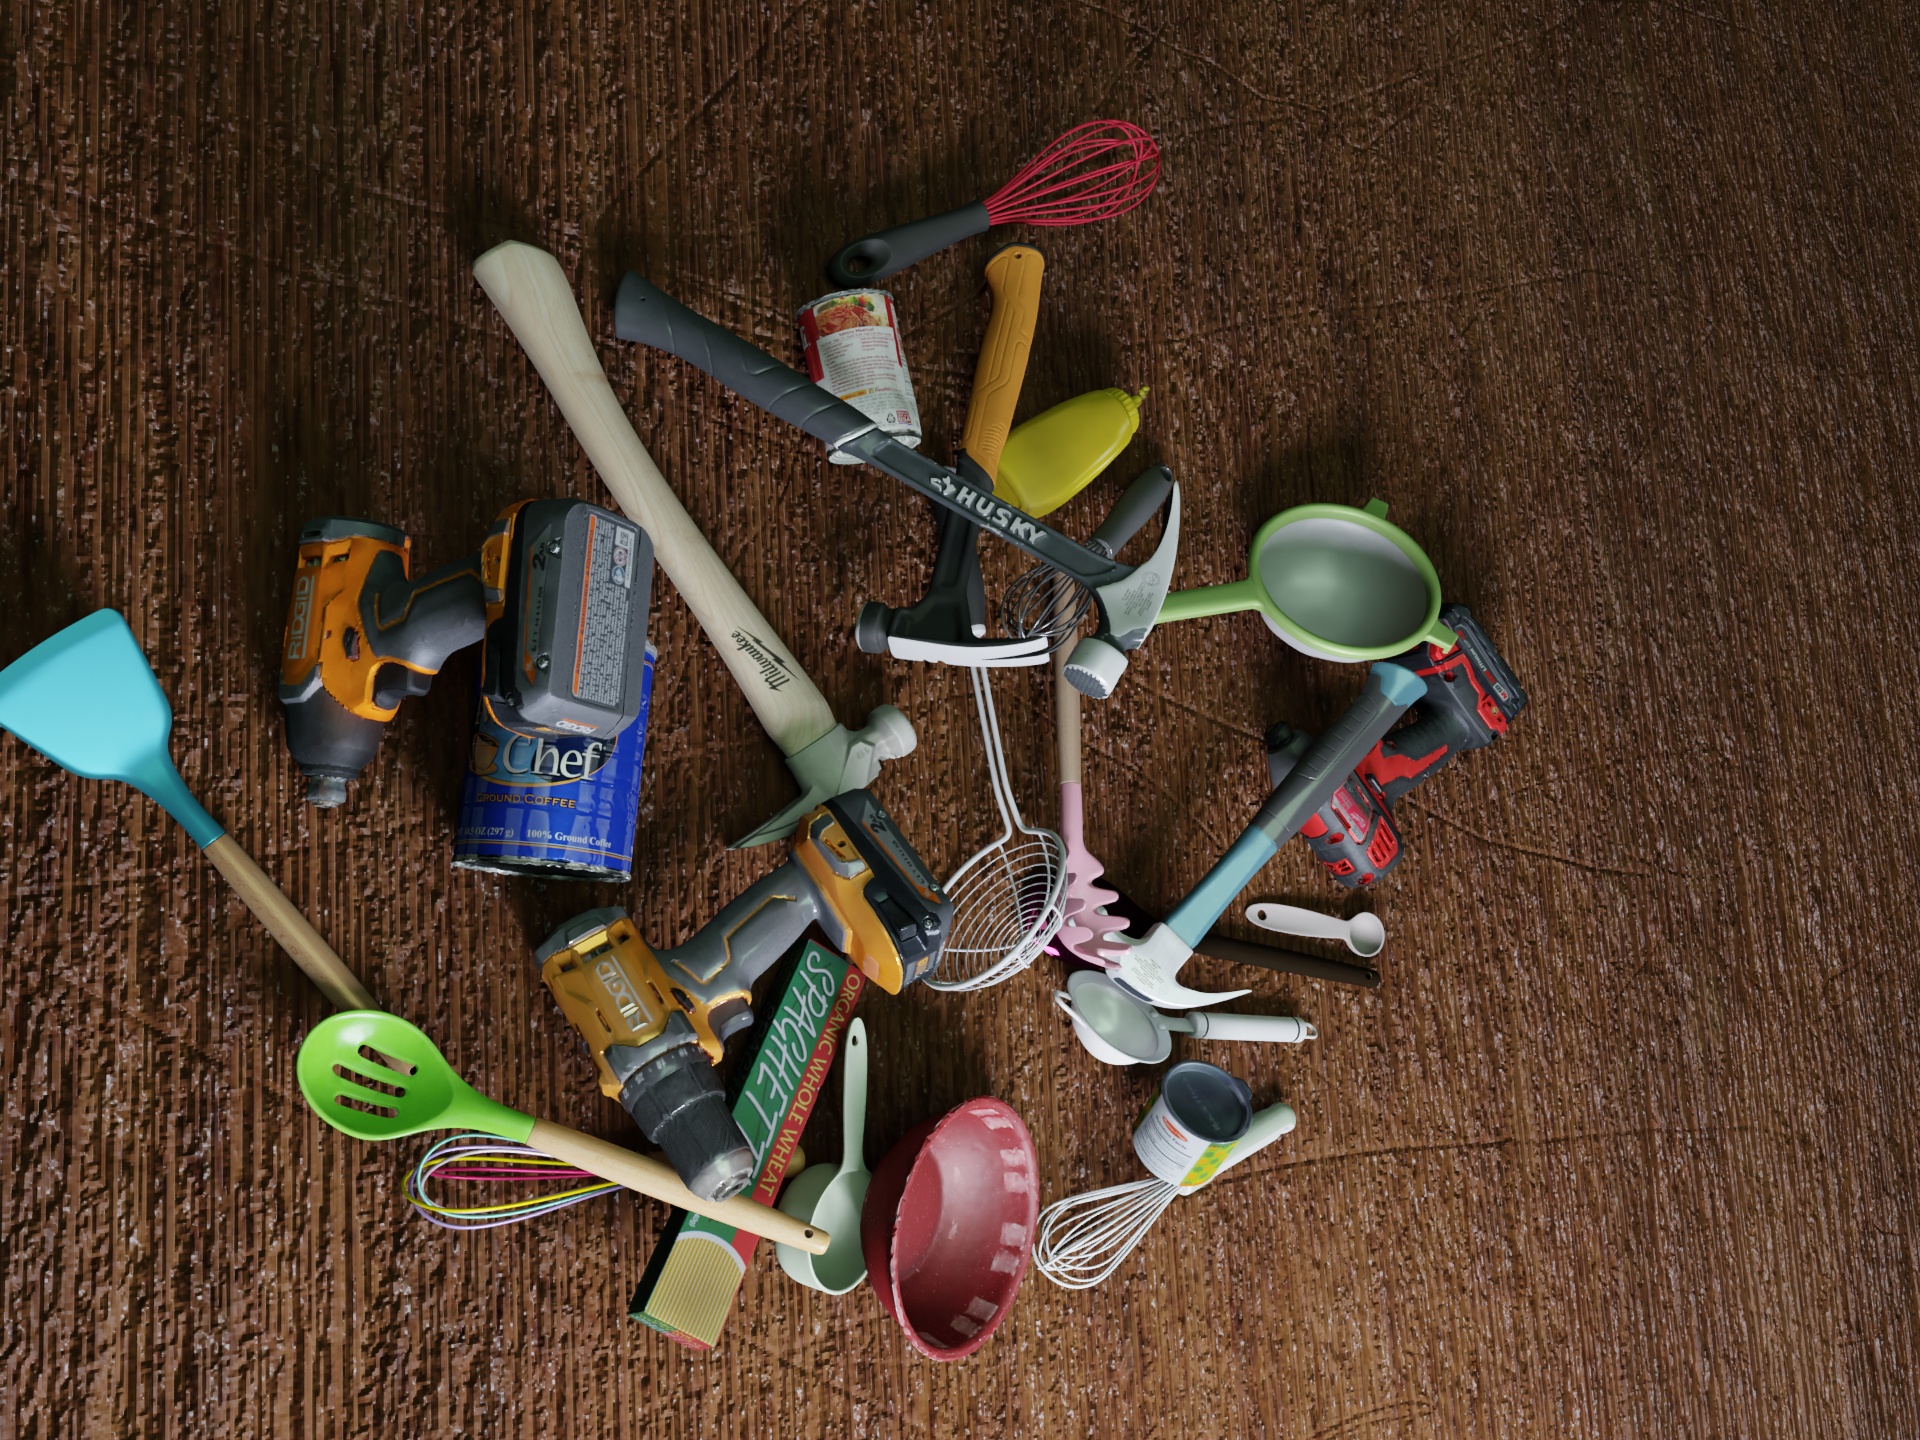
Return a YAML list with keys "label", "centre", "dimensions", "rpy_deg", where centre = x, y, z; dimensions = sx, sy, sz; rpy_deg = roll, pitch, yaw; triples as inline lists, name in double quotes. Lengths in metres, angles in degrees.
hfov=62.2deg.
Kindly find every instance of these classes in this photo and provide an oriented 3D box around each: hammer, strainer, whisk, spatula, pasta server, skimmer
- label: "hammer"
  centre: [-0.046, -0.176, 1.018]
  dimensions: [0.409, 0.036, 0.149]
  rpy_deg: [31, 71, 4]
- label: "strainer"
  centre: [0.163, 0.221, 1.145]
  dimensions: [0.258, 0.050, 0.087]
  rpy_deg: [9, 33, -31]
- label: "whisk"
  centre: [0.031, -0.376, 1.166]
  dimensions: [0.296, 0.073, 0.073]
  rpy_deg: [-28, 95, -22]
- label: "hammer"
  centre: [-0.192, -0.114, 1.018]
  dimensions: [0.146, 0.038, 0.410]
  rpy_deg: [-36, 98, -26]
- label: "spatula"
  centre: [-0.395, 0.087, 0.875]
  dimensions: [0.082, 0.044, 0.317]
  rpy_deg: [-42, 103, -24]
- label: "whisk"
  centre: [-0.207, 0.267, 0.948]
  dimensions: [0.244, 0.047, 0.051]
  rpy_deg: [5, 78, -31]
- label: "pasta server"
  centre: [0.082, 0.018, 1.107]
  dimensions: [0.060, 0.040, 0.316]
  rpy_deg: [29, 54, -50]
- label: "whisk"
  centre: [0.097, -0.124, 1.145]
  dimensions: [0.055, 0.055, 0.239]
  rpy_deg: [51, 48, -12]
- label: "skimmer"
  centre: [-0.002, -0.003, 1.066]
  dimensions: [0.090, 0.127, 0.363]
  rpy_deg: [3, 72, -45]
- label: "hammer"
  centre: [0.023, -0.191, 1.099]
  dimensions: [0.127, 0.034, 0.337]
  rpy_deg: [6, 66, 11]
- label: "strainer"
  centre: [0.238, -0.084, 1.220]
  dimensions: [0.256, 0.069, 0.152]
  rpy_deg: [-9, 57, -13]
- label: "whisk"
  centre: [0.148, 0.327, 1.118]
  dimensions: [0.246, 0.057, 0.059]
  rpy_deg: [-19, 61, -33]
- label: "hammer"
  centre: [0.225, 0.074, 1.148]
  dimensions: [0.128, 0.033, 0.331]
  rpy_deg: [45, 72, 0]

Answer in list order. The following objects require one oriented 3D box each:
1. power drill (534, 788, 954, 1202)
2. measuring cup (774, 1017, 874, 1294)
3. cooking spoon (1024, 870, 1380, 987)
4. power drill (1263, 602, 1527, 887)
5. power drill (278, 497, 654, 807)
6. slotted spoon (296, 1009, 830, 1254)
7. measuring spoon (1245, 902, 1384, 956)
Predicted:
- label: "power drill"
  centre: [-0.113, 0.160, 0.948]
  dimensions: [0.226, 0.084, 0.185]
  rpy_deg: [-27, 64, -23]
- label: "measuring cup"
  centre: [-0.082, 0.270, 0.996]
  dimensions: [0.083, 0.038, 0.168]
  rpy_deg: [13, 78, -55]
- label: "cooking spoon"
  centre: [0.185, 0.166, 1.177]
  dimensions: [0.318, 0.017, 0.069]
  rpy_deg: [15, 71, -25]
- label: "power drill"
  centre: [0.333, 0.011, 1.250]
  dimensions: [0.220, 0.078, 0.143]
  rpy_deg: [-43, 102, -23]
- label: "power drill"
  centre: [-0.281, -0.035, 0.865]
  dimensions: [0.084, 0.226, 0.164]
  rpy_deg: [20, 71, -59]
- label: "slotted spoon"
  centre: [-0.219, 0.243, 0.896]
  dimensions: [0.313, 0.031, 0.070]
  rpy_deg: [24, 53, -10]
- label: "measuring spoon"
  centre: [0.271, 0.158, 1.229]
  dimensions: [0.124, 0.018, 0.034]
  rpy_deg: [13, 76, -18]
